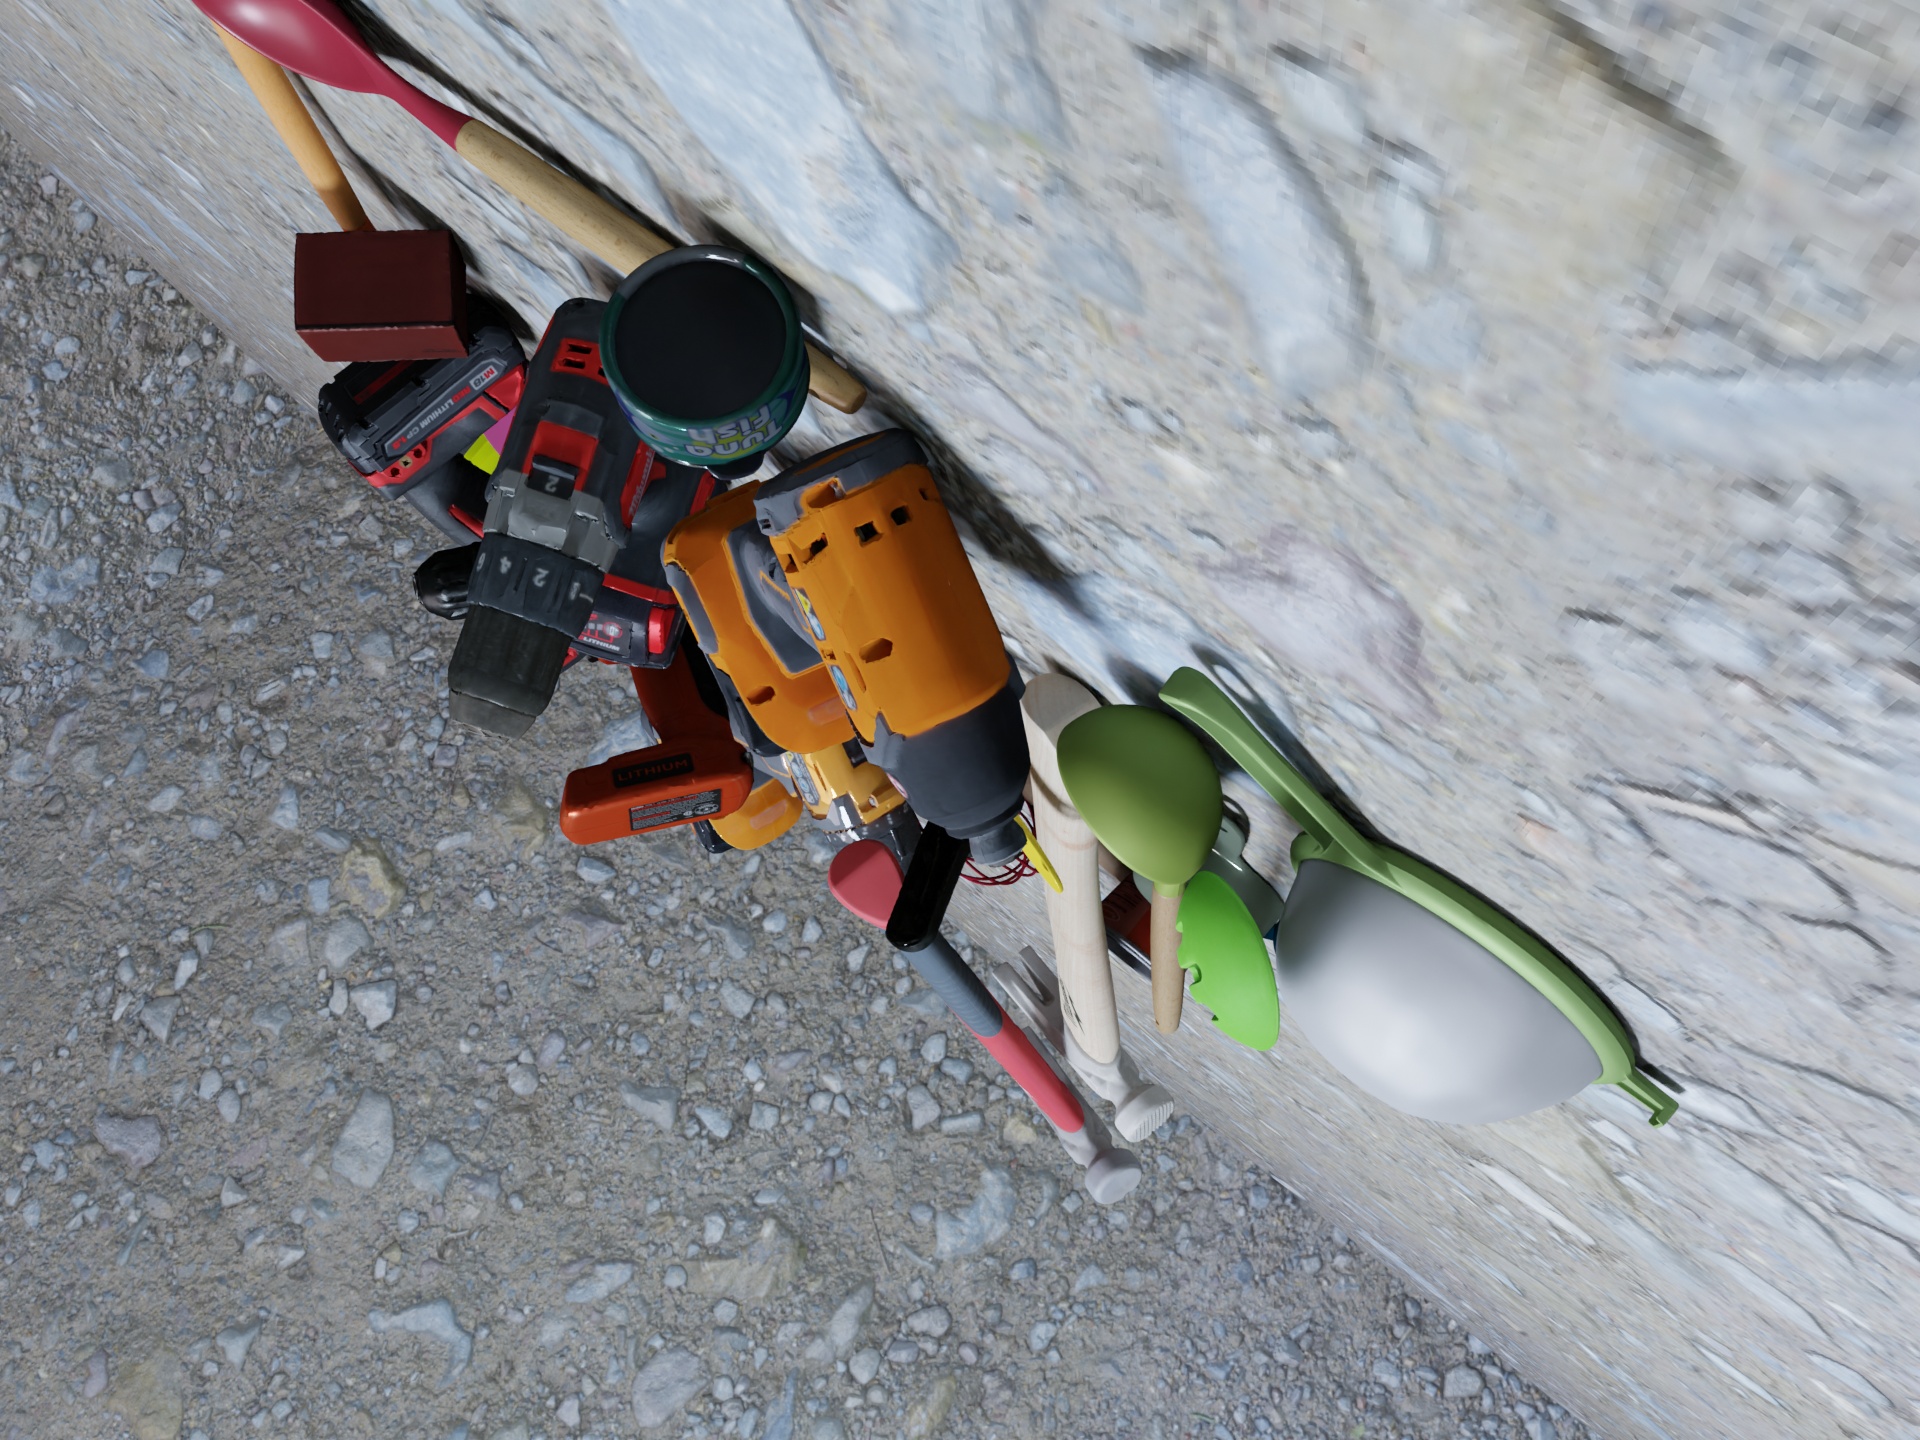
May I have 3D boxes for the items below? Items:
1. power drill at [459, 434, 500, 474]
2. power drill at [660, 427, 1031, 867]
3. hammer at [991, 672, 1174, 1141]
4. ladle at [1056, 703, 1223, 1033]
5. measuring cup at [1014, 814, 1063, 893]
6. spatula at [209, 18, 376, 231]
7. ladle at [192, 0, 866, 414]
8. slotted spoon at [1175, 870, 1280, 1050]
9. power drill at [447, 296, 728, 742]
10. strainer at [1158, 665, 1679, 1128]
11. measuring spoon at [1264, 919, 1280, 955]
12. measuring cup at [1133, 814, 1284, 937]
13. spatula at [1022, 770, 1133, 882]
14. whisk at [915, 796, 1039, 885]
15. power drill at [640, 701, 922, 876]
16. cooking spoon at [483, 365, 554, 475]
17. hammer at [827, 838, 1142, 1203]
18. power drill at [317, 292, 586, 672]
[{"bbox_3d":[-0.264,-0.139,1.134,0.223,0.080,0.171,36,166,3],"label":"power drill"},{"bbox_3d":[-0.045,-0.027,0.648,0.164,0.084,0.226,66,163,-13],"label":"power drill"},{"bbox_3d":[0.056,0.098,0.860,0.146,0.038,0.410,47,162,30],"label":"hammer"},{"bbox_3d":[0.085,0.090,0.734,0.319,0.062,0.078,78,171,-59],"label":"ladle"},{"bbox_3d":[0.014,0.008,0.733,0.157,0.029,0.062,57,167,16],"label":"measuring cup"},{"bbox_3d":[-0.329,-0.274,0.815,0.041,0.081,0.322,21,163,7],"label":"spatula"},{"bbox_3d":[-0.160,-0.199,0.577,0.315,0.031,0.069,36,173,12],"label":"ladle"},{"bbox_3d":[0.118,0.115,0.708,0.313,0.031,0.070,51,-162,-75],"label":"slotted spoon"},{"bbox_3d":[-0.175,-0.076,0.746,0.080,0.188,0.226,18,174,-3],"label":"power drill"},{"bbox_3d":[0.141,0.081,0.591,0.256,0.069,0.152,42,171,-28],"label":"strainer"},{"bbox_3d":[0.161,0.120,0.848,0.042,0.021,0.129,42,169,-14],"label":"measuring spoon"},{"bbox_3d":[0.116,0.075,0.758,0.083,0.038,0.167,37,173,16],"label":"measuring cup"},{"bbox_3d":[-0.001,-0.003,0.917,0.315,0.018,0.060,43,175,-18],"label":"spatula"},{"bbox_3d":[-0.044,0.011,1.025,0.296,0.073,0.073,42,174,38],"label":"whisk"},{"bbox_3d":[-0.103,0.044,1.004,0.226,0.084,0.185,-3,114,58],"label":"power drill"},{"bbox_3d":[-0.237,-0.111,1.050,0.069,0.017,0.318,-5,125,33],"label":"cooking spoon"},{"bbox_3d":[0.008,0.170,0.964,0.143,0.038,0.385,49,175,41],"label":"hammer"},{"bbox_3d":[-0.259,-0.137,0.947,0.079,0.143,0.219,42,169,46],"label":"power drill"}]
